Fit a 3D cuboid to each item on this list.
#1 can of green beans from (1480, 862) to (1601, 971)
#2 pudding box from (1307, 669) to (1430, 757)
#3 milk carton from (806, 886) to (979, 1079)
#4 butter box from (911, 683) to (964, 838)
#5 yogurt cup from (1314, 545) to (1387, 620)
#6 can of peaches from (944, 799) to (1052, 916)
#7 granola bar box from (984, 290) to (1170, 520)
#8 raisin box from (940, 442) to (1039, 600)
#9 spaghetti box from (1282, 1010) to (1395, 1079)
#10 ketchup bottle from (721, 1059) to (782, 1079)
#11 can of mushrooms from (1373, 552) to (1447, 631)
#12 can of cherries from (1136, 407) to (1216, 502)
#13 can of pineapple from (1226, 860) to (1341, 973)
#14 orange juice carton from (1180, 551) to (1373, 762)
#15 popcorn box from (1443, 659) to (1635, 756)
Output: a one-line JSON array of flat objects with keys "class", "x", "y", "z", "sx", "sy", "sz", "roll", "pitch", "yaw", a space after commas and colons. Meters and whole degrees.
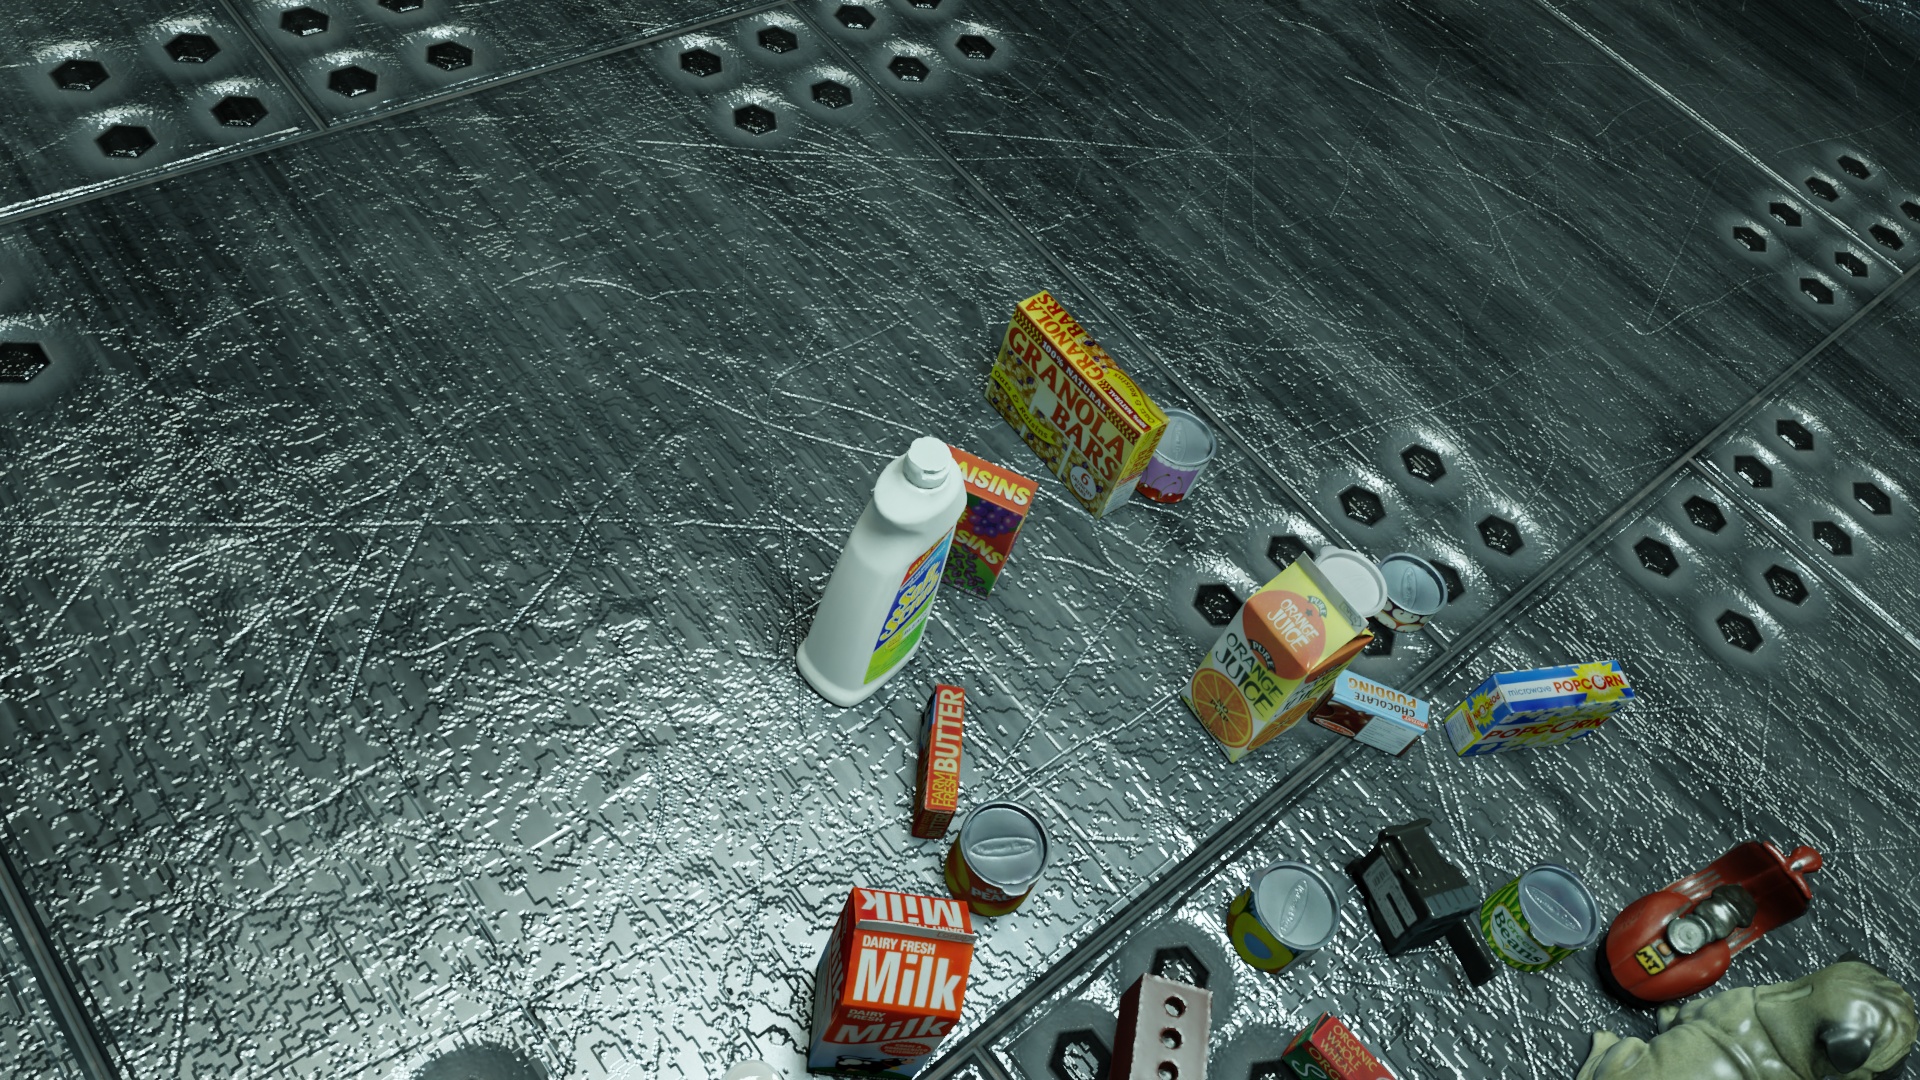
[{"class": "can of green beans", "x": 0.440, "y": 0.287, "z": 1.056, "sx": 0.071, "sy": 0.057, "sz": 0.071, "roll": 7, "pitch": 54, "yaw": -10}, {"class": "pudding box", "x": 0.335, "y": 0.141, "z": 1.138, "sx": 0.084, "sy": 0.049, "sz": 0.030, "roll": 22, "pitch": 53, "yaw": 0}, {"class": "milk carton", "x": -0.044, "y": 0.270, "z": 0.853, "sx": 0.072, "sy": 0.189, "sz": 0.074, "roll": 9, "pitch": 53, "yaw": -9}, {"class": "butter box", "x": -0.016, "y": 0.163, "z": 1.024, "sx": 0.024, "sy": 0.052, "sz": 0.104, "roll": 10, "pitch": 53, "yaw": -8}, {"class": "yogurt cup", "x": 0.326, "y": 0.050, "z": 1.199, "sx": 0.072, "sy": 0.053, "sz": 0.073, "roll": 7, "pitch": 54, "yaw": -10}, {"class": "can of peaches", "x": 0.026, "y": 0.228, "z": 0.986, "sx": 0.071, "sy": 0.057, "sz": 0.071, "roll": 7, "pitch": 54, "yaw": -10}, {"class": "granola bar box", "x": 0.097, "y": -0.117, "z": 1.212, "sx": 0.039, "sy": 0.123, "sz": 0.166, "roll": -28, "pitch": 66, "yaw": -30}, {"class": "raisin box", "x": 0.004, "y": -0.014, "z": 1.113, "sx": 0.086, "sy": 0.122, "sz": 0.040, "roll": 24, "pitch": 53, "yaw": 3}, {"class": "spaghetti box", "x": 0.321, "y": 0.427, "z": 0.928, "sx": 0.029, "sy": 0.050, "sz": 0.250, "roll": -33, "pitch": 69, "yaw": -32}, {"class": "ketchup bottle", "x": -0.128, "y": 0.340, "z": 0.806, "sx": 0.065, "sy": 0.148, "sz": 0.044, "roll": -9, "pitch": 58, "yaw": -21}, {"class": "can of mushrooms", "x": 0.392, "y": 0.045, "z": 1.233, "sx": 0.071, "sy": 0.033, "sz": 0.071, "roll": 7, "pitch": 54, "yaw": -10}, {"class": "can of cherries", "x": 0.187, "y": -0.077, "z": 1.249, "sx": 0.071, "sy": 0.058, "sz": 0.072, "roll": 7, "pitch": 54, "yaw": -10}, {"class": "can of pineapple", "x": 0.233, "y": 0.273, "z": 1.010, "sx": 0.071, "sy": 0.057, "sz": 0.071, "roll": 7, "pitch": 54, "yaw": -10}, {"class": "orange juice carton", "x": 0.246, "y": 0.087, "z": 1.063, "sx": 0.073, "sy": 0.191, "sz": 0.072, "roll": -23, "pitch": 64, "yaw": -28}, {"class": "popcorn box", "x": 0.480, "y": 0.140, "z": 1.156, "sx": 0.127, "sy": 0.084, "sz": 0.038, "roll": -4, "pitch": 56, "yaw": -18}]
